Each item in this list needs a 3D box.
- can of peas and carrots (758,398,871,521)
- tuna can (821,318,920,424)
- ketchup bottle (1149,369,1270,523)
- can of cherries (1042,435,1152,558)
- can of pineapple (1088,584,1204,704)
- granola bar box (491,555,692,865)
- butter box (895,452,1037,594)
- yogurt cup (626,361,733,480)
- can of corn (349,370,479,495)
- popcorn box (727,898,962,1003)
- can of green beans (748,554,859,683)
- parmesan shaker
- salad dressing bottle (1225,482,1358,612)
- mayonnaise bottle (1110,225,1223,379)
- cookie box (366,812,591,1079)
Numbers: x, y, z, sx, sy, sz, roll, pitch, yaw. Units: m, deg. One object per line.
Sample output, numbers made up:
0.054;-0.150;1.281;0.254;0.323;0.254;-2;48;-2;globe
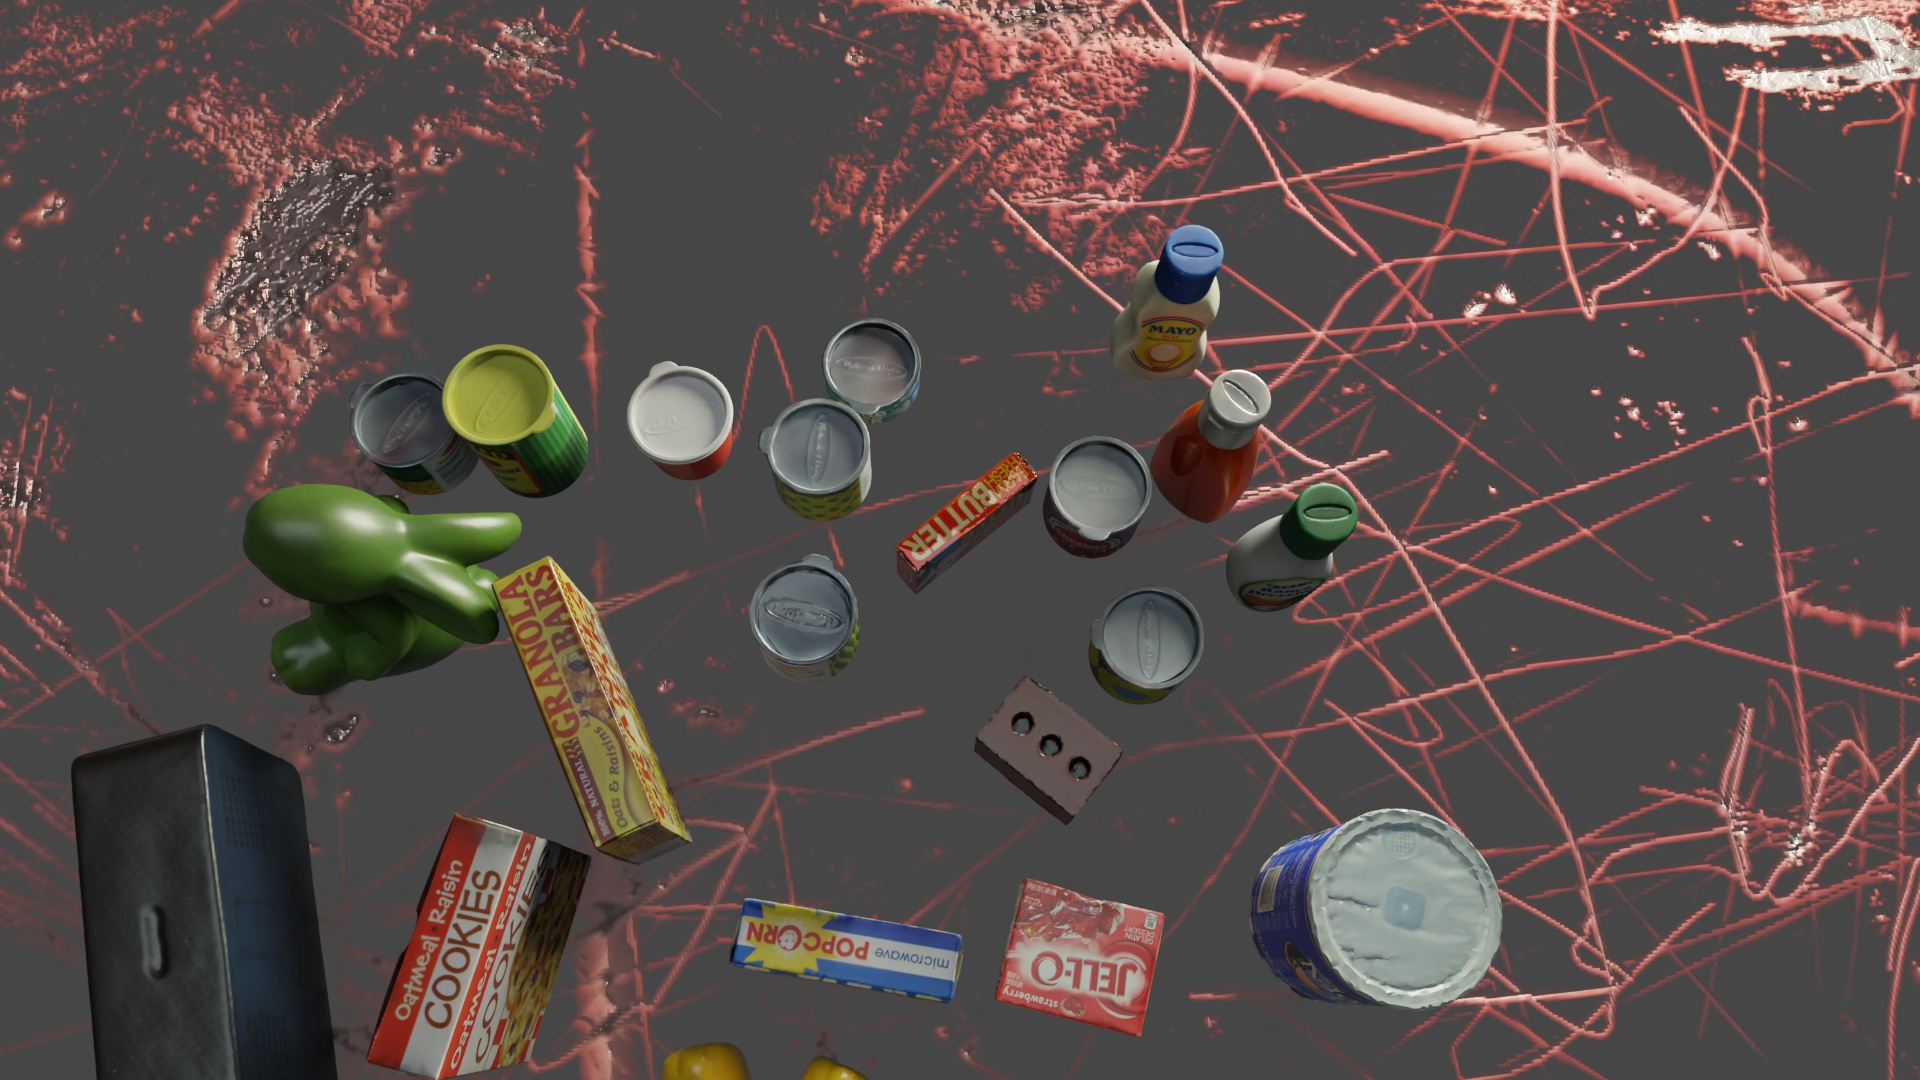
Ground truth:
-0.094;-0.052;0.909;0.071;0.058;0.071;1;72;-2;can of peas and carrots
-0.061;-0.112;0.943;0.071;0.032;0.071;1;72;-2;tuna can
0.159;-0.060;0.874;0.043;0.148;0.065;-42;78;-13;ketchup bottle
0.087;-0.025;0.907;0.071;0.058;0.071;1;72;-2;can of cherries
0.115;0.066;0.879;0.071;0.057;0.071;1;72;-2;can of pineapple
-0.216;0.105;0.819;0.039;0.124;0.166;-24;75;-9;granola bar box
0.003;-0.011;0.902;0.104;0.053;0.024;-39;78;-13;butter box
-0.181;-0.074;0.915;0.072;0.053;0.072;1;72;-2;yogurt cup
-0.355;-0.070;0.905;0.071;0.058;0.071;1;72;-2;can of corn
-0.064;0.238;0.802;0.127;0.085;0.038;9;72;1;popcorn box
-0.097;0.052;0.875;0.071;0.057;0.071;1;72;-2;can of green beans
-0.278;-0.071;0.885;0.071;0.102;0.071;1;72;-2;parmesan shaker
0.204;0.005;0.855;0.064;0.147;0.044;-1;73;-2;salad dressing bottle
0.137;-0.152;0.904;0.065;0.147;0.041;3;72;-1;mayonnaise bottle
-0.256;0.221;0.756;0.040;0.167;0.123;13;72;2;cookie box
